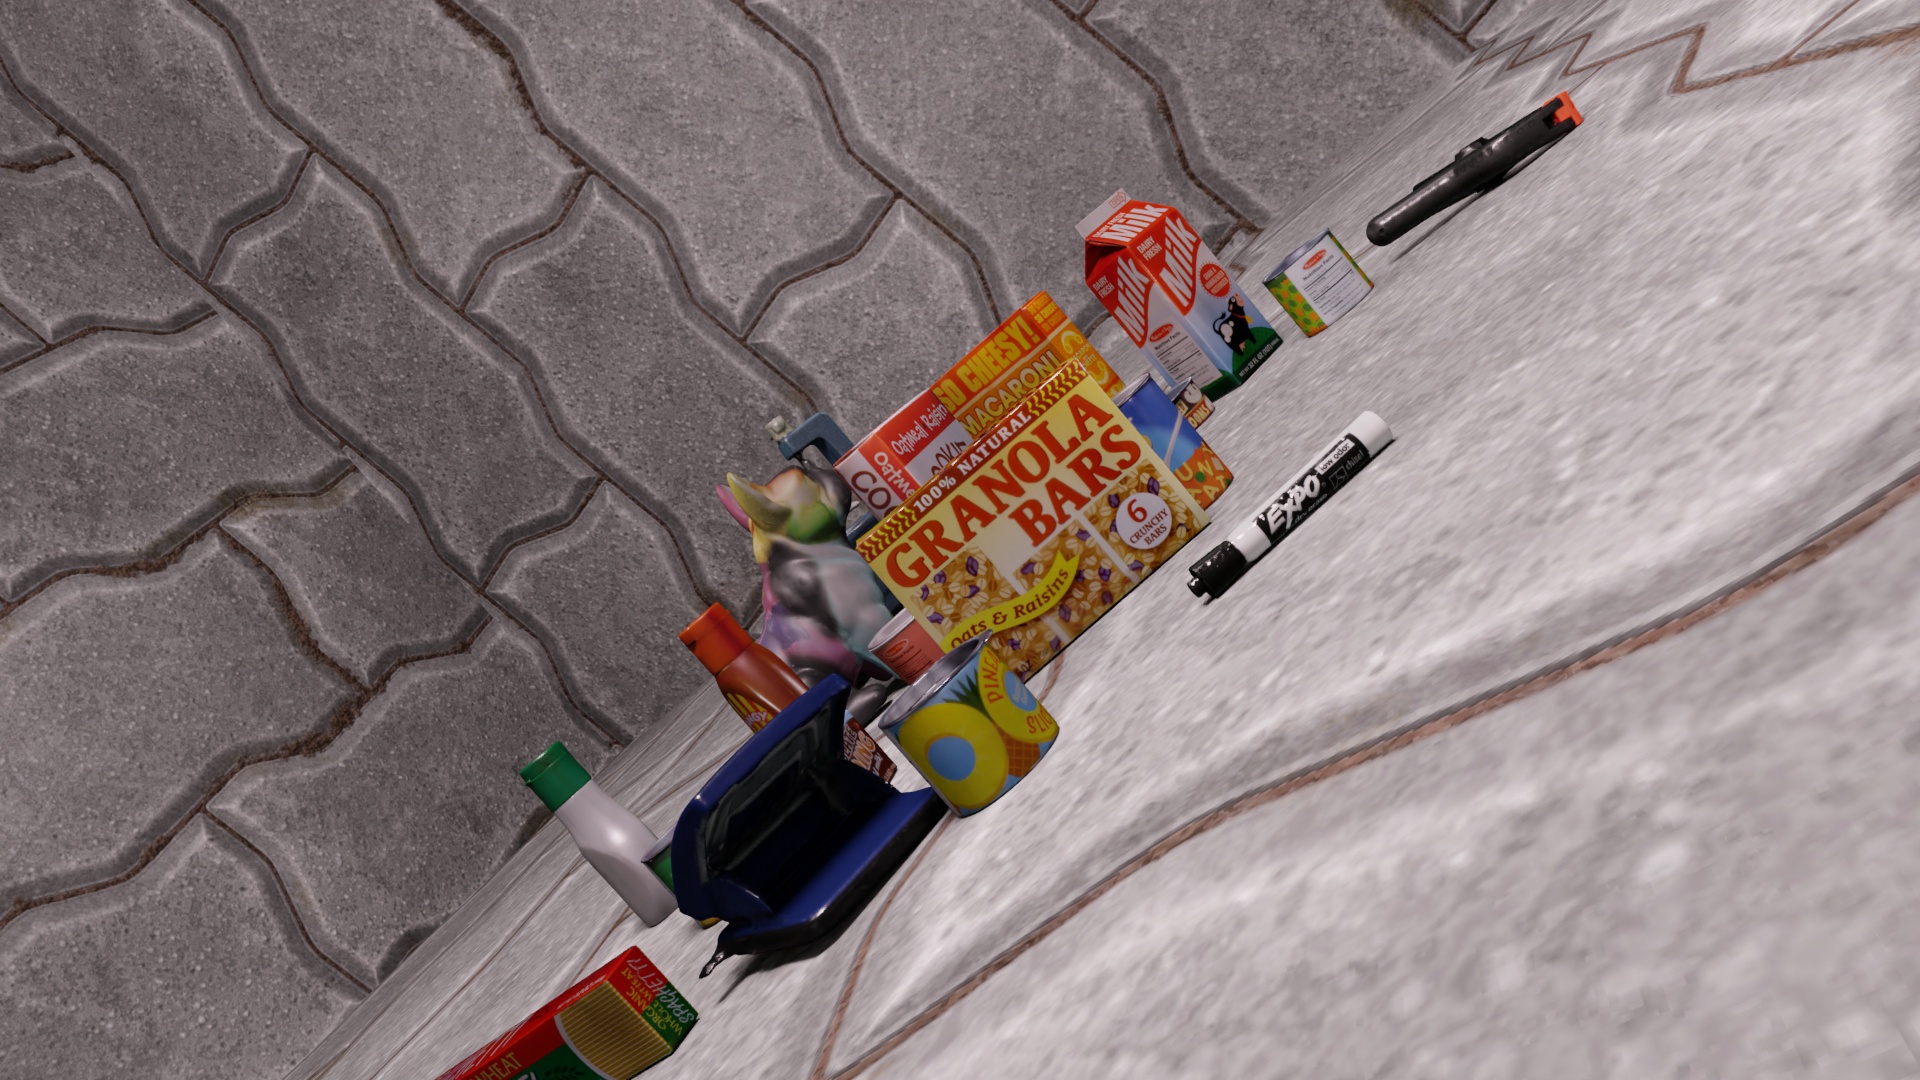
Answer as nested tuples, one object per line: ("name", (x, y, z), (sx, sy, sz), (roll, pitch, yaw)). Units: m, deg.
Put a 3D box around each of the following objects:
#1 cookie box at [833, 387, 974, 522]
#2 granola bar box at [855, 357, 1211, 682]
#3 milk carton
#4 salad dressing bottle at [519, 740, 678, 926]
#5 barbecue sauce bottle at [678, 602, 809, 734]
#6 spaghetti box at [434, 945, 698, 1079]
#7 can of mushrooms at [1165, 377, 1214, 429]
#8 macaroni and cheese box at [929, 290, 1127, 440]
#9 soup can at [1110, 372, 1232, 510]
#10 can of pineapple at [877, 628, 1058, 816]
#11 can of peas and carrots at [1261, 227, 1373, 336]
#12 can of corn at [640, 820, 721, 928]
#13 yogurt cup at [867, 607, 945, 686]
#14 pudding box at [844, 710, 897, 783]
("cookie box", (0.003, -0.011, 0.888), (0.040, 0.167, 0.123), (-39, 5, 23))
("granola bar box", (0.041, -0.005, 0.804), (0.165, 0.124, 0.039), (-41, 5, -1))
("milk carton", (0.179, -0.212, 1.190), (0.073, 0.190, 0.073), (-44, 5, -30))
("salad dressing bottle", (-0.257, 0.211, 1.008), (0.044, 0.147, 0.064), (-45, 6, -38))
("barbecue sauce bottle", (-0.133, 0.109, 0.963), (0.044, 0.148, 0.064), (-44, 6, -37))
("spaghetti box", (-0.233, 0.287, 0.733), (0.249, 0.050, 0.029), (-38, 6, 30))
("can of mushrooms", (0.177, -0.102, 1.155), (0.071, 0.033, 0.071), (-40, 5, 4))
("macaroni and cheese box", (0.070, -0.083, 1.026), (0.123, 0.166, 0.040), (-36, 6, 43))
("soup can", (0.116, -0.050, 0.861), (0.071, 0.083, 0.071), (-40, 5, 4))
("can of pineapple", (0.005, 0.086, 0.656), (0.071, 0.058, 0.071), (-40, 5, 4))
("can of peas and carrots", (0.283, -0.204, 1.103), (0.071, 0.058, 0.071), (-40, 5, 4))
("can of corn", (-0.155, 0.198, 0.873), (0.071, 0.058, 0.071), (-40, 5, 4))
("yogurt cup", (-0.025, 0.075, 1.001), (0.072, 0.054, 0.072), (-40, 5, 4))
("pudding box", (-0.072, 0.140, 0.811), (0.030, 0.049, 0.084), (-39, 5, 19))
